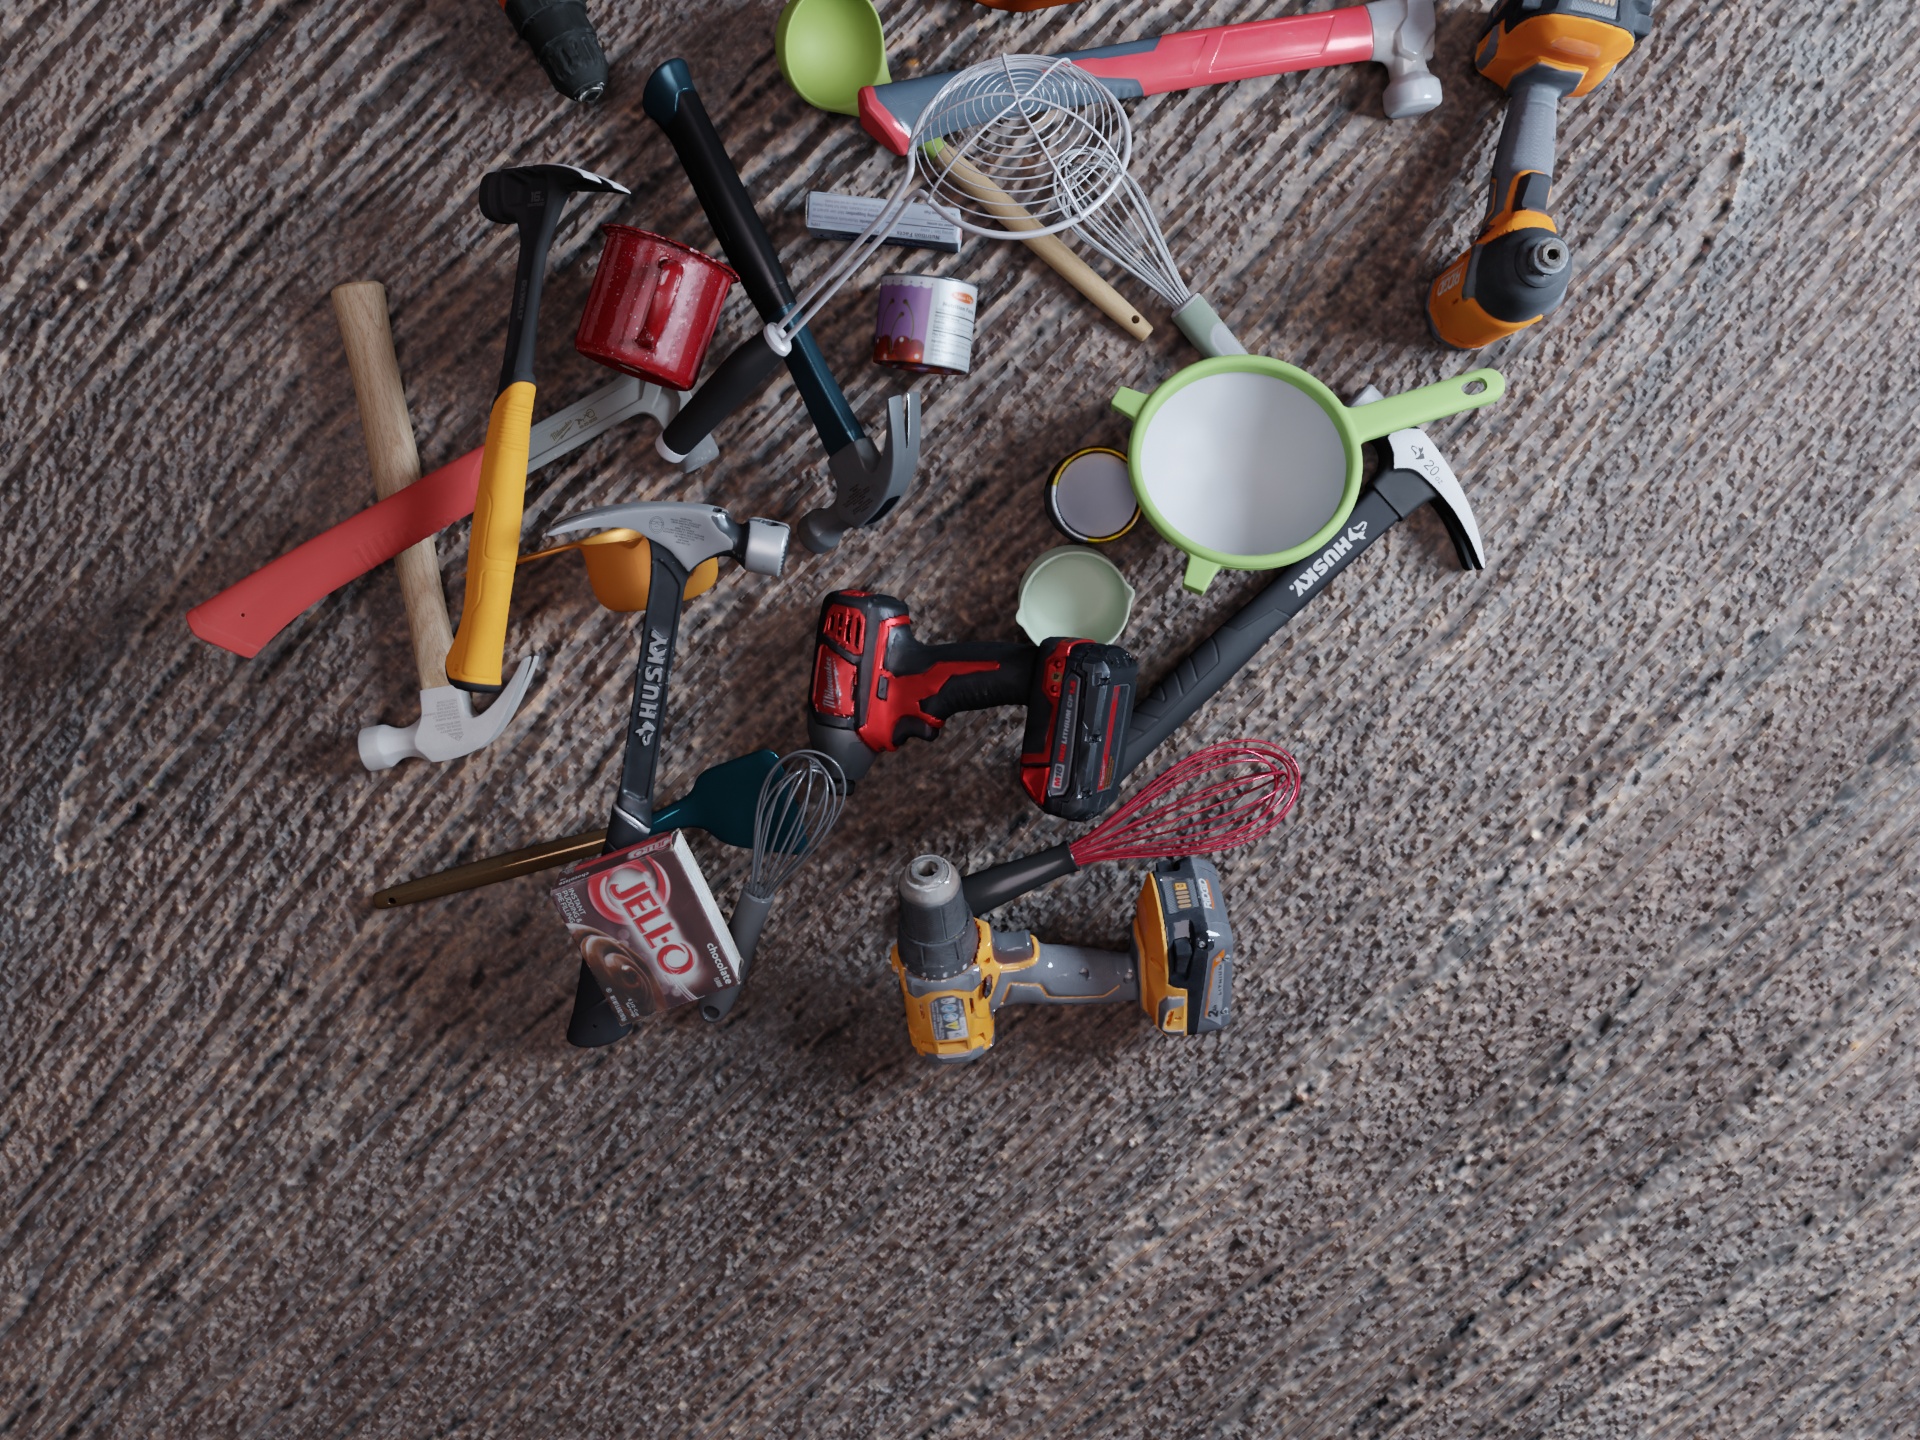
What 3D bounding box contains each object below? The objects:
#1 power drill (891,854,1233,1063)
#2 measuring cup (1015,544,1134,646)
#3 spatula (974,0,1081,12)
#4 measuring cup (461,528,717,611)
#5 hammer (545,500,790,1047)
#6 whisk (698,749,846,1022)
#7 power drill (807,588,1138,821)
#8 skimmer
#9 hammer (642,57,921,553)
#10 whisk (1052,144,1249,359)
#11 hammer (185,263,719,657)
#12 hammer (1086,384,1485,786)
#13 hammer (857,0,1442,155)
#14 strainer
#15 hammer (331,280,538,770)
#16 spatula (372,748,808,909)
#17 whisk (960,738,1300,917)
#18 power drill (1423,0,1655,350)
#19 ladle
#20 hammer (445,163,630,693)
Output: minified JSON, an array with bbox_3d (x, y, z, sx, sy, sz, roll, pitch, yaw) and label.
[{"bbox_3d":[0.066,0.150,1.076,0.226,0.084,0.185,-7,133,1],"label":"power drill"},{"bbox_3d":[0.086,-0.044,1.116,0.083,0.038,0.167,-13,113,1],"label":"measuring cup"},{"bbox_3d":[-0.047,-0.511,1.052,0.322,0.081,0.041,14,134,2],"label":"spatula"},{"bbox_3d":[-0.249,-0.097,1.080,0.173,0.095,0.052,-12,105,4],"label":"measuring cup"},{"bbox_3d":[-0.224,0.047,1.071,0.149,0.036,0.408,11,111,-6],"label":"hammer"},{"bbox_3d":[-0.136,0.120,1.098,0.055,0.055,0.238,23,117,-3],"label":"whisk"},{"bbox_3d":[-0.002,-0.003,1.070,0.220,0.078,0.143,11,97,21],"label":"power drill"},{"bbox_3d":[-0.055,-0.268,0.989,0.363,0.090,0.127,-36,64,34],"label":"skimmer"},{"bbox_3d":[-0.128,-0.284,1.066,0.128,0.033,0.331,-26,90,40],"label":"hammer"},{"bbox_3d":[0.148,-0.288,1.079,0.246,0.059,0.058,48,67,-9],"label":"whisk"},{"bbox_3d":[-0.351,-0.158,1.065,0.359,0.037,0.149,-31,97,-8],"label":"hammer"},{"bbox_3d":[0.210,-0.065,1.097,0.335,0.035,0.146,-43,95,0],"label":"hammer"},{"bbox_3d":[0.121,-0.442,1.037,0.386,0.038,0.143,-12,95,-7],"label":"hammer"},{"bbox_3d":[0.233,-0.176,1.053,0.256,0.069,0.152,-18,74,-5],"label":"strainer"},{"bbox_3d":[-0.380,-0.136,1.102,0.130,0.031,0.331,-10,96,1],"label":"hammer"},{"bbox_3d":[-0.266,0.091,1.122,0.317,0.044,0.082,-16,111,3],"label":"spatula"},{"bbox_3d":[0.098,0.088,1.117,0.296,0.073,0.073,-23,96,9],"label":"whisk"},{"bbox_3d":[0.367,-0.359,1.011,0.084,0.164,0.226,13,94,-1],"label":"power drill"},{"bbox_3d":[0.009,-0.366,1.065,0.320,0.062,0.078,40,85,-7],"label":"ladle"},{"bbox_3d":[-0.283,-0.183,1.014,0.127,0.034,0.337,14,96,42],"label":"hammer"}]
